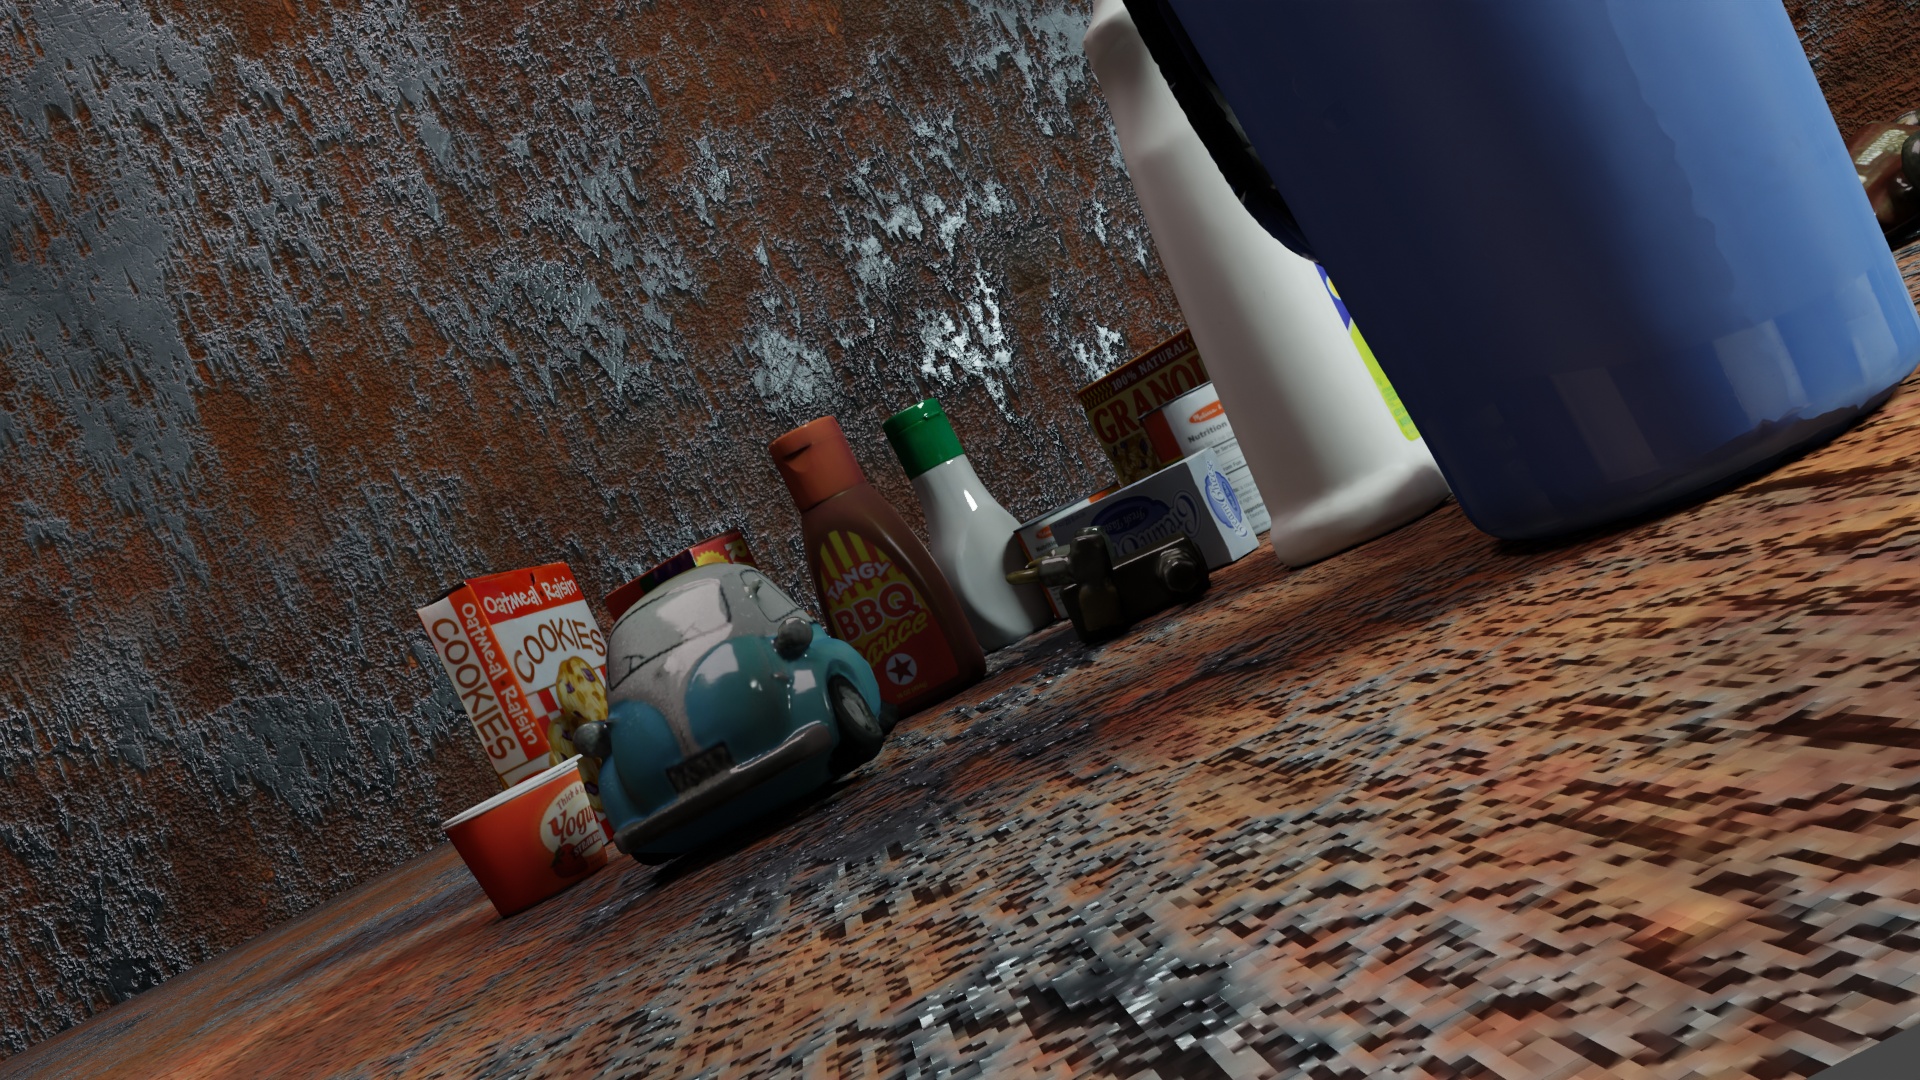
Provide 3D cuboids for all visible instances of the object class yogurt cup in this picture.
[{"bbox_3d":[-0.206,0.144,0.667,0.072,0.054,0.072,-26,-1,0],"label":"yogurt cup"}]

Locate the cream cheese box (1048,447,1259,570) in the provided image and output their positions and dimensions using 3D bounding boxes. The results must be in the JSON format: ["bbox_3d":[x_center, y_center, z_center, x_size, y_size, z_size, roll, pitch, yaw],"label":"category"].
[{"bbox_3d":[0.093,-0.003,0.680,0.024,0.053,0.103,-26,-1,-40],"label":"cream cheese box"}]

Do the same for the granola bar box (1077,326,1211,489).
[{"bbox_3d":[0.156,-0.072,0.900,0.039,0.124,0.165,-26,-1,-31],"label":"granola bar box"}]

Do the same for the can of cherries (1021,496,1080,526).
[{"bbox_3d":[0.060,0.012,0.913,0.071,0.058,0.071,-26,-1,0],"label":"can of cherries"}]

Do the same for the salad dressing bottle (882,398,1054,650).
[{"bbox_3d":[0.003,-0.010,0.810,0.064,0.147,0.044,-26,-1,-36],"label":"salad dressing bottle"}]

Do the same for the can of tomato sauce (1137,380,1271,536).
[{"bbox_3d":[0.143,-0.044,0.745,0.071,0.083,0.071,-26,-1,0],"label":"can of tomato sauce"}]

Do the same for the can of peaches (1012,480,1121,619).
[{"bbox_3d":[0.073,0.005,0.789,0.071,0.058,0.071,-26,-1,0],"label":"can of peaches"}]

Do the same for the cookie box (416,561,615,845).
[{"bbox_3d":[-0.240,0.099,0.828,0.040,0.167,0.123,-26,-1,10],"label":"cookie box"}]

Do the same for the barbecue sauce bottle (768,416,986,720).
[{"bbox_3d":[-0.046,0.012,0.681,0.065,0.148,0.044,-27,-1,17],"label":"barbecue sauce bottle"}]

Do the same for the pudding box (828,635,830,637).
[{"bbox_3d":[-0.103,0.097,0.888,0.083,0.049,0.030,-27,-1,38],"label":"pudding box"}]

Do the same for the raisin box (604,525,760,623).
[{"bbox_3d":[-0.126,0.066,0.728,0.086,0.123,0.040,-27,-1,41],"label":"raisin box"}]
